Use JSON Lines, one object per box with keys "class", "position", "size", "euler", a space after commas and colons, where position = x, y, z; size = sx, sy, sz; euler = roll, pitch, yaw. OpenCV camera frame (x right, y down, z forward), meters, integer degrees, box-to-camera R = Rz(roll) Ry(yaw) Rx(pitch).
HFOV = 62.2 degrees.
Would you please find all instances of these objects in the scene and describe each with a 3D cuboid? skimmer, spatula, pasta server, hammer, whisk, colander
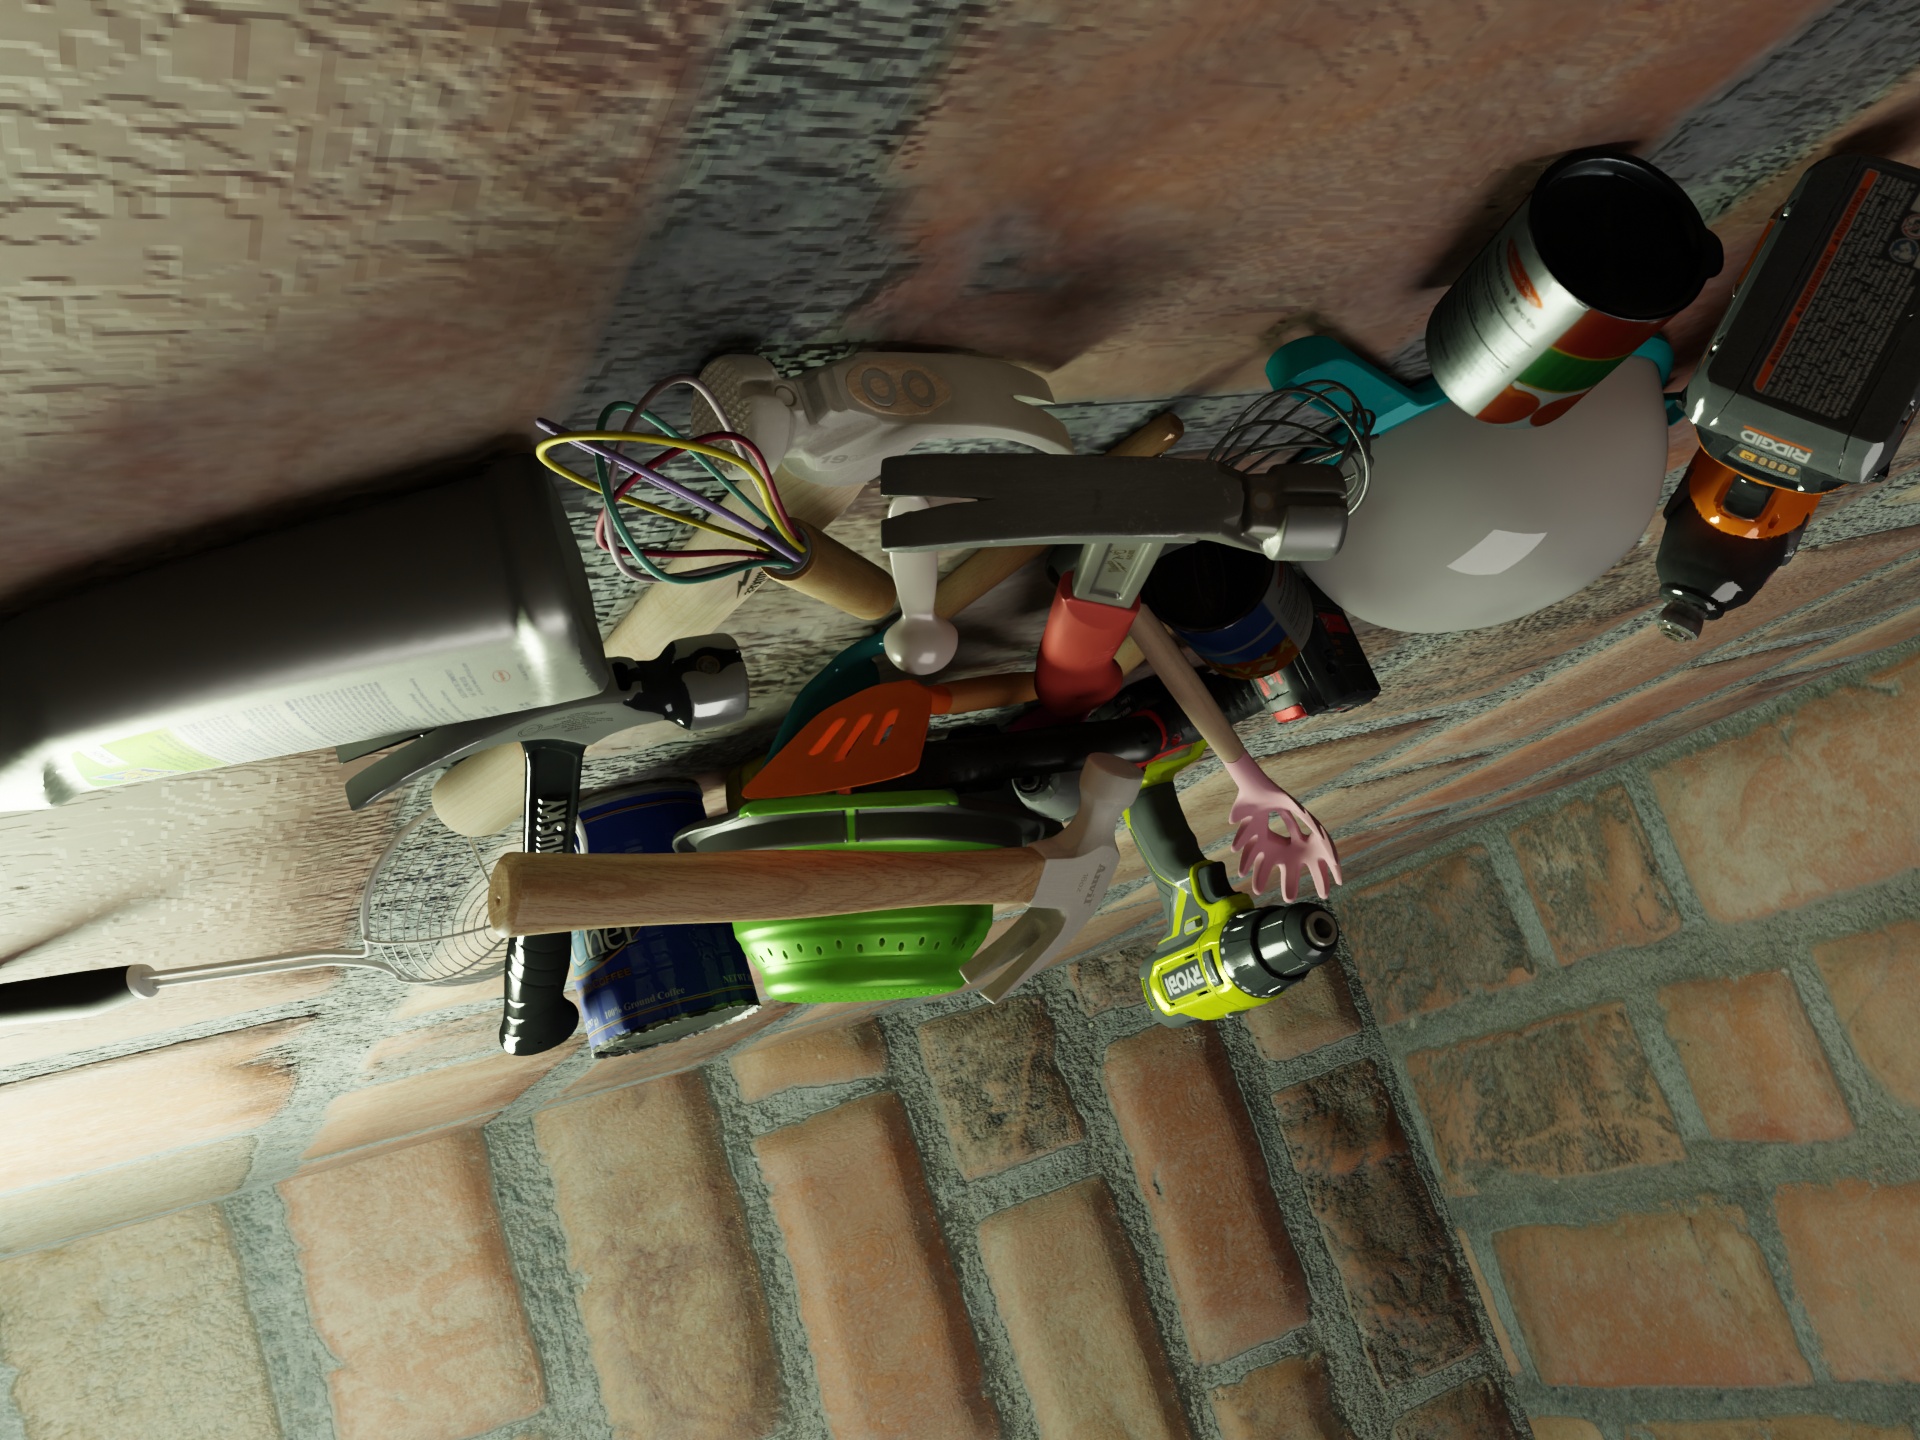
{"class": "skimmer", "position": [-0.387, 0.112, 0.880], "size": [0.363, 0.090, 0.127], "euler": [-9, 136, 9]}
{"class": "spatula", "position": [-0.001, -0.048, 0.752], "size": [0.082, 0.044, 0.317], "euler": [-17, 167, -44]}
{"class": "pasta server", "position": [0.139, 0.009, 0.874], "size": [0.060, 0.040, 0.315], "euler": [-11, 142, 28]}
{"class": "hammer", "position": [0.047, -0.045, 0.674], "size": [0.149, 0.037, 0.359], "euler": [0, 172, -1]}
{"class": "hammer", "position": [-0.055, 0.076, 0.731], "size": [0.331, 0.031, 0.130], "euler": [2, 114, -39]}
{"class": "hammer", "position": [-0.123, -0.032, 0.674], "size": [0.146, 0.038, 0.410], "euler": [-8, 163, -39]}
{"class": "whisk", "position": [-0.057, -0.055, 0.491], "size": [0.047, 0.051, 0.245], "euler": [-28, 170, 10]}
{"class": "hammer", "position": [-0.200, 0.085, 0.746], "size": [0.149, 0.036, 0.408], "euler": [-12, 156, -22]}
{"class": "whisk", "position": [0.093, -0.088, 0.664], "size": [0.055, 0.055, 0.239], "euler": [-12, 177, -25]}
{"class": "colander", "position": [-0.054, 0.122, 0.950], "size": [0.204, 0.094, 0.397], "euler": [-3, 167, -1]}
{"class": "spatula", "position": [-0.001, -0.003, 0.790], "size": [0.081, 0.041, 0.322], "euler": [-9, -179, 22]}

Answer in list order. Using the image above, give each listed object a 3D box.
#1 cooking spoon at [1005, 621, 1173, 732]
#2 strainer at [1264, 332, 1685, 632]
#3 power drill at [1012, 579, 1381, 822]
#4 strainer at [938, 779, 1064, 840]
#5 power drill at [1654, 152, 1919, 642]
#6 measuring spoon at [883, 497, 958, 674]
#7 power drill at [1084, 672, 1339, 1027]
{"class": "cooking spoon", "position": [0.091, -0.028, 0.995], "size": [0.068, 0.017, 0.318], "euler": [-15, 166, -21]}
{"class": "strainer", "position": [0.227, -0.100, 0.732], "size": [0.211, 0.095, 0.340], "euler": [-26, 165, 29]}
{"class": "power drill", "position": [0.134, -0.002, 0.975], "size": [0.219, 0.078, 0.143], "euler": [-28, 170, 23]}
{"class": "strainer", "position": [0.030, 0.071, 1.115], "size": [0.151, 0.069, 0.256], "euler": [-9, 167, 28]}
{"class": "power drill", "position": [0.359, -0.125, 0.697], "size": [0.164, 0.084, 0.226], "euler": [-62, 160, 0]}
{"class": "measuring spoon", "position": [-0.019, -0.055, 0.687], "size": [0.034, 0.018, 0.124], "euler": [-6, 148, -1]}
{"class": "power drill", "position": [0.166, 0.088, 1.096], "size": [0.080, 0.229, 0.190], "euler": [-11, 164, -27]}
